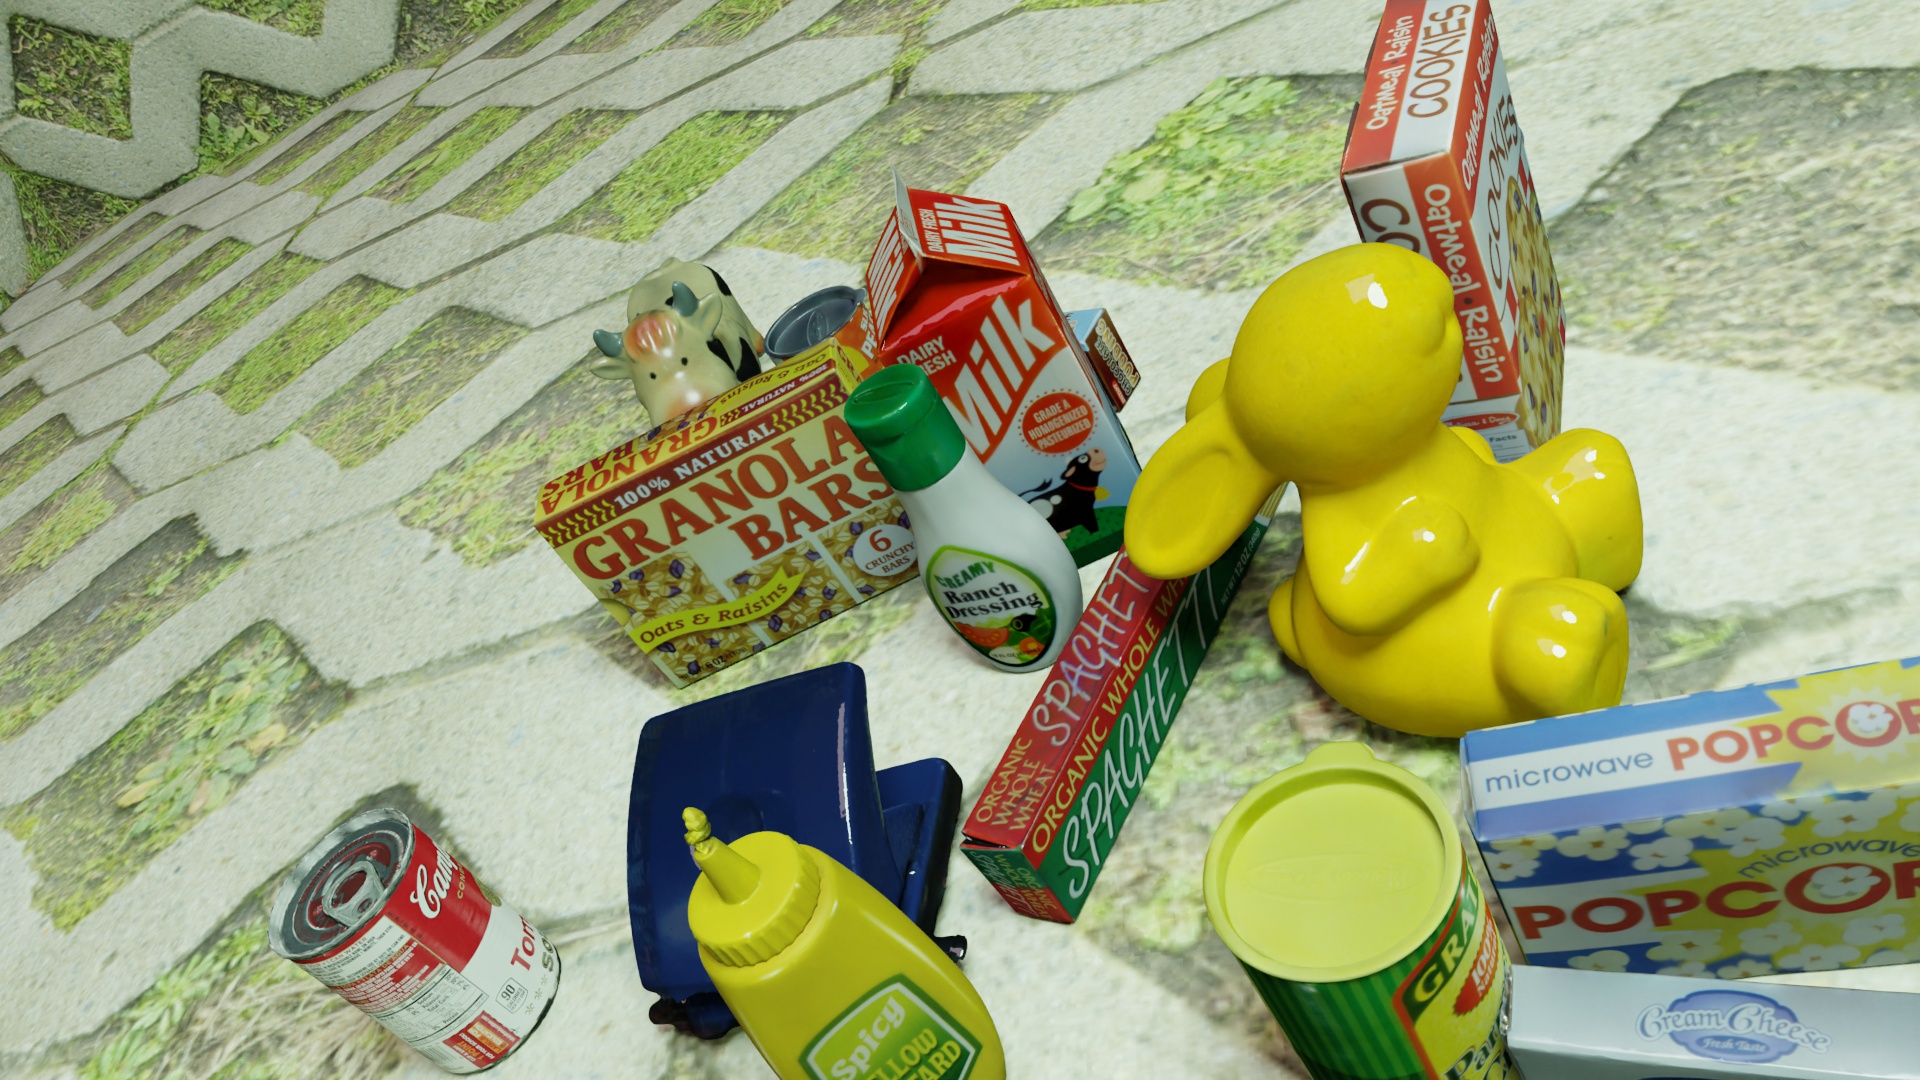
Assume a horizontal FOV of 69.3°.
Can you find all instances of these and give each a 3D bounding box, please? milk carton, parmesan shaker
[{"bbox_3d":[0.017,-0.075,0.611,0.073,0.190,0.073,-26,36,11],"label":"milk carton"},{"bbox_3d":[0.116,0.114,0.383,0.071,0.102,0.072,-21,37,17],"label":"parmesan shaker"}]

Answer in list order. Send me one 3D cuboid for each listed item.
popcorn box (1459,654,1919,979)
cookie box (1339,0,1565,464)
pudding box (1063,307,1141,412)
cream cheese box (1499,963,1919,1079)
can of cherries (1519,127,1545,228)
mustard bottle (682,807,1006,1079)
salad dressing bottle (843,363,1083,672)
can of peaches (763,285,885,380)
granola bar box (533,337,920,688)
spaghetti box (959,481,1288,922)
[{"bbox_3d":[0.208,0.079,0.371,0.126,0.085,0.038,-15,39,24],"label":"popcorn box"},{"bbox_3d":[0.196,-0.111,0.537,0.040,0.167,0.123,-7,43,32],"label":"cookie box"},{"bbox_3d":[0.046,-0.093,0.733,0.083,0.049,0.030,1,47,38],"label":"pudding box"},{"bbox_3d":[0.194,0.132,0.345,0.103,0.053,0.024,-6,43,32],"label":"cream cheese box"},{"bbox_3d":[0.236,-0.158,0.657,0.071,0.058,0.072,-21,37,17],"label":"can of cherries"},{"bbox_3d":[-0.043,0.135,0.431,0.065,0.159,0.049,-40,35,-9],"label":"mustard bottle"},{"bbox_3d":[0.002,-0.007,0.579,0.064,0.147,0.044,-11,41,29],"label":"salad dressing bottle"},{"bbox_3d":[-0.074,-0.112,0.841,0.071,0.058,0.071,-21,37,17],"label":"can of peaches"},{"bbox_3d":[-0.103,-0.009,0.681,0.165,0.123,0.039,-26,36,10],"label":"granola bar box"},{"bbox_3d":[0.077,0.033,0.557,0.028,0.050,0.251,3,48,40],"label":"spaghetti box"}]
